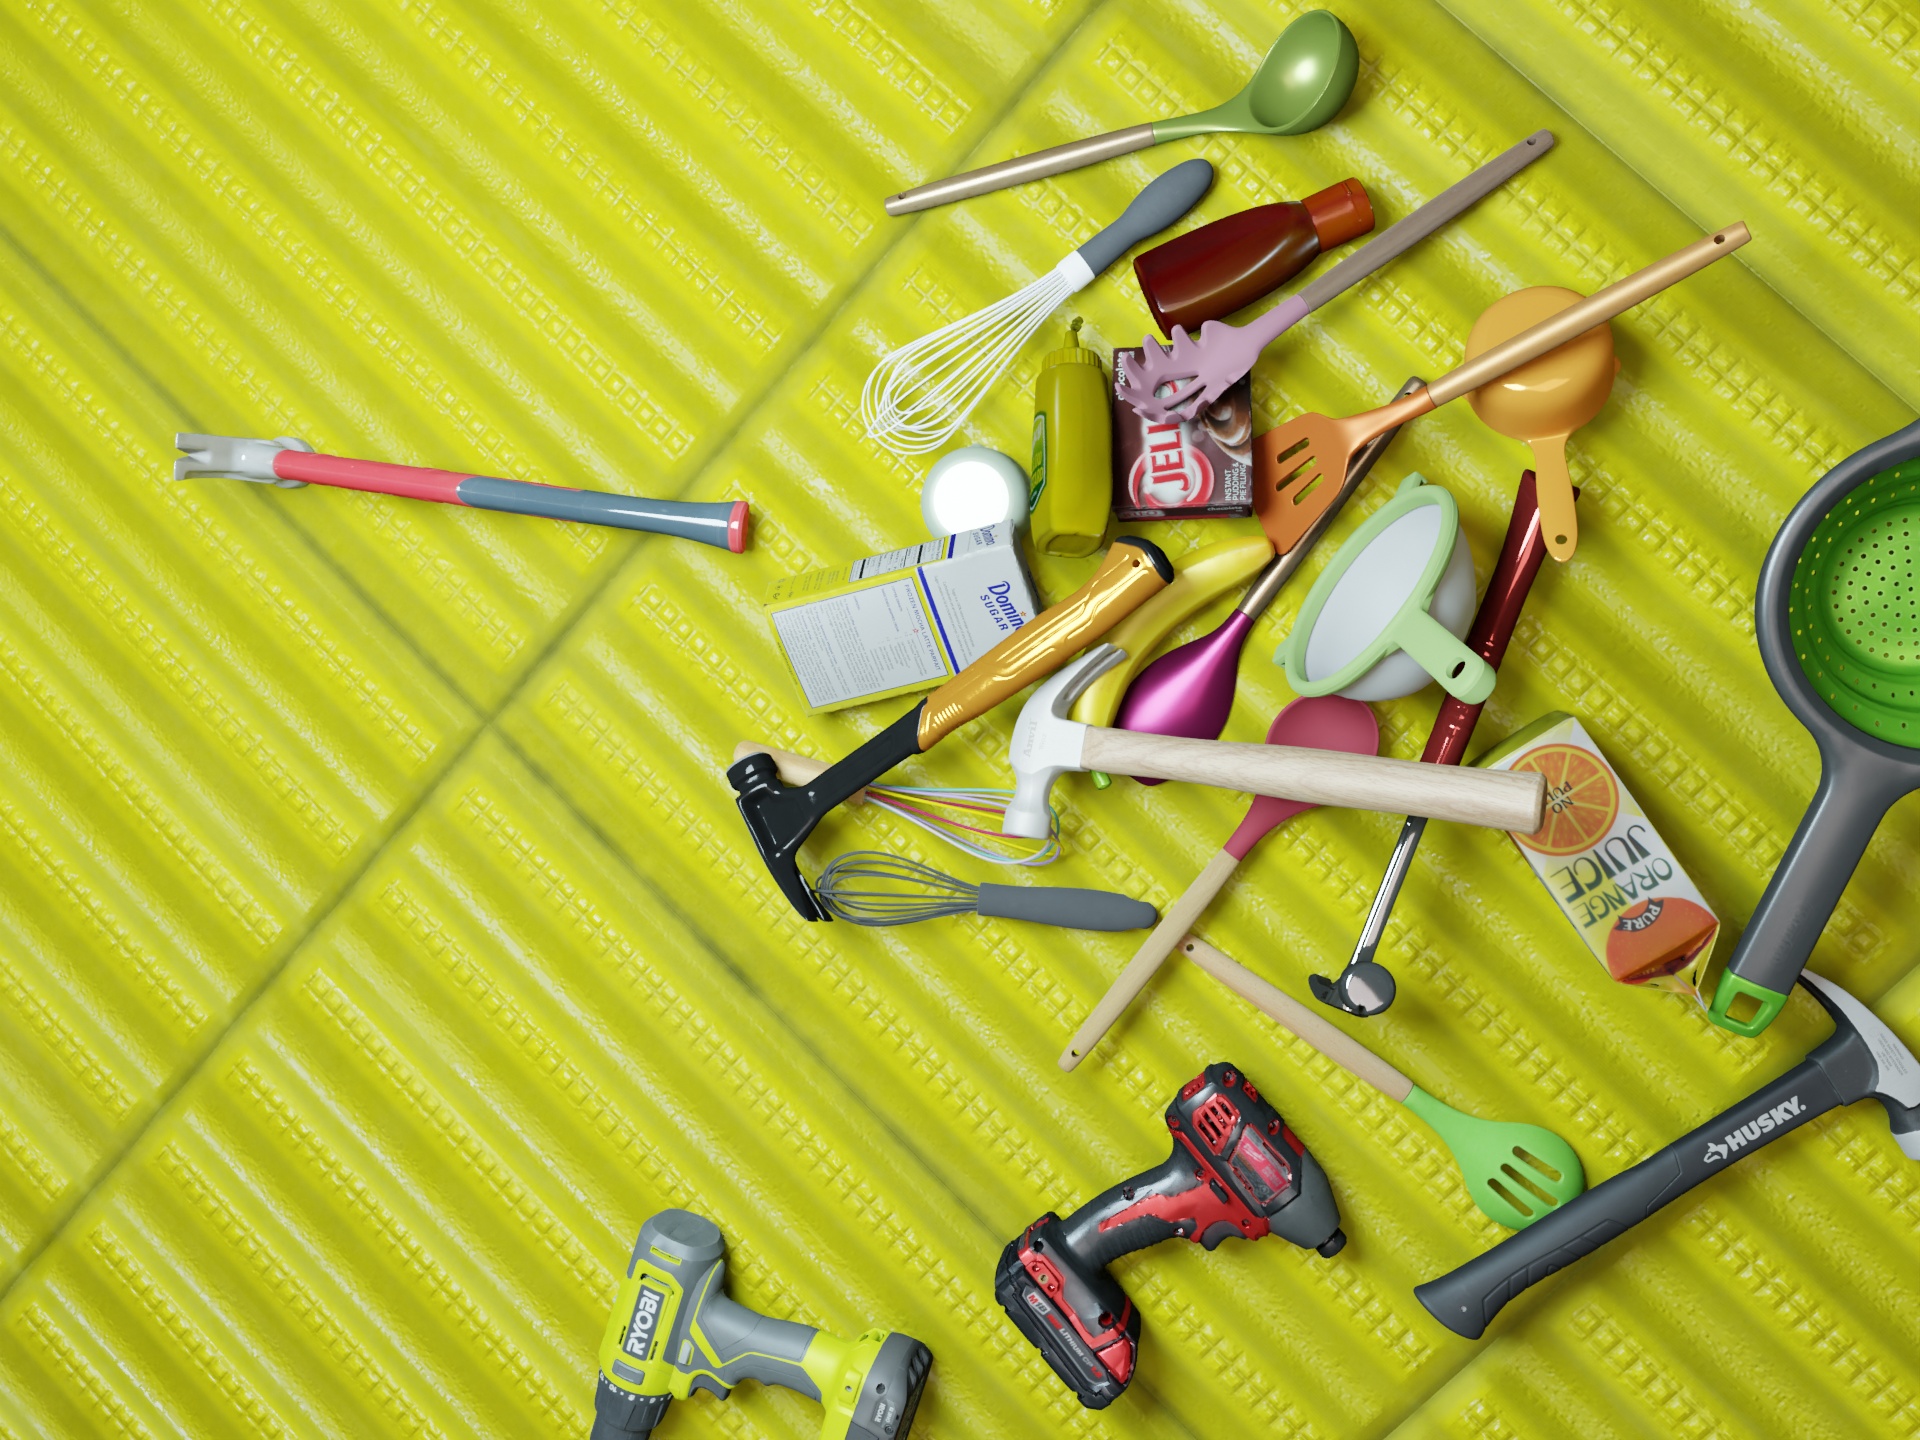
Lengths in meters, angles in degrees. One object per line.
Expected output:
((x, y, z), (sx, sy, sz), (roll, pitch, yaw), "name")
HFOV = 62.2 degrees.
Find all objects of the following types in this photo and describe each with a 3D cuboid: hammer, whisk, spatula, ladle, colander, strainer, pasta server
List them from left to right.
((-0.339, -0.159, 1.107), (0.386, 0.143, 0.038), (9, 99, 7), "hammer")
((-0.044, 0.052, 1.097), (0.245, 0.047, 0.051), (16, 98, 14), "whisk")
((-0.002, -0.003, 1.031), (0.337, 0.034, 0.127), (-35, 69, 17), "hammer")
((0.015, 0.124, 1.090), (0.239, 0.055, 0.055), (5, 95, 7), "whisk")
((0.050, -0.277, 1.053), (0.284, 0.070, 0.070), (-37, 86, 7), "whisk")
((0.097, -0.383, 1.034), (0.320, 0.062, 0.078), (-10, 63, 16), "ladle")
((0.164, 0.110, 1.053), (0.069, 0.031, 0.315), (39, 97, 12), "ladle")
((0.182, 0.027, 0.967), (0.331, 0.031, 0.130), (6, 84, 29), "hammer")
((0.236, -0.279, 0.993), (0.316, 0.040, 0.060), (-34, 67, 1), "pasta server")
((0.275, -0.048, 0.930), (0.069, 0.256, 0.151), (31, 105, -14), "strainer")
((0.305, 0.014, 0.999), (0.037, 0.149, 0.359), (22, 86, 7), "hammer")
((0.307, -0.204, 0.951), (0.322, 0.041, 0.081), (-26, 72, 30), "spatula")
((0.432, 0.281, 0.991), (0.335, 0.035, 0.146), (-32, 87, 4), "hammer")
((0.541, 0.002, 0.947), (0.204, 0.094, 0.397), (23, 105, 10), "colander")

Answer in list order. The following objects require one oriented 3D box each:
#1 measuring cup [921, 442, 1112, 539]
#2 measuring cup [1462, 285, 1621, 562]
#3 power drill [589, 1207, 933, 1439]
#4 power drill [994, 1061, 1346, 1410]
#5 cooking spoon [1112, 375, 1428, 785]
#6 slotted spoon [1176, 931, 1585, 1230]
((0.054, -0.150, 1.064), (0.167, 0.038, 0.083), (-3, 93, 13), "measuring cup")
((0.353, -0.183, 0.959), (0.095, 0.052, 0.174), (-7, 67, 19), "measuring cup")
((-0.152, 0.478, 1.130), (0.228, 0.080, 0.190), (19, 97, 13), "power drill")
((0.142, 0.346, 1.061), (0.219, 0.078, 0.143), (-42, 85, 9), "power drill")
((0.203, -0.091, 1.047), (0.069, 0.017, 0.319), (37, 101, 8), "cooking spoon")
((0.271, 0.232, 1.049), (0.314, 0.031, 0.070), (34, 97, 9), "slotted spoon")
